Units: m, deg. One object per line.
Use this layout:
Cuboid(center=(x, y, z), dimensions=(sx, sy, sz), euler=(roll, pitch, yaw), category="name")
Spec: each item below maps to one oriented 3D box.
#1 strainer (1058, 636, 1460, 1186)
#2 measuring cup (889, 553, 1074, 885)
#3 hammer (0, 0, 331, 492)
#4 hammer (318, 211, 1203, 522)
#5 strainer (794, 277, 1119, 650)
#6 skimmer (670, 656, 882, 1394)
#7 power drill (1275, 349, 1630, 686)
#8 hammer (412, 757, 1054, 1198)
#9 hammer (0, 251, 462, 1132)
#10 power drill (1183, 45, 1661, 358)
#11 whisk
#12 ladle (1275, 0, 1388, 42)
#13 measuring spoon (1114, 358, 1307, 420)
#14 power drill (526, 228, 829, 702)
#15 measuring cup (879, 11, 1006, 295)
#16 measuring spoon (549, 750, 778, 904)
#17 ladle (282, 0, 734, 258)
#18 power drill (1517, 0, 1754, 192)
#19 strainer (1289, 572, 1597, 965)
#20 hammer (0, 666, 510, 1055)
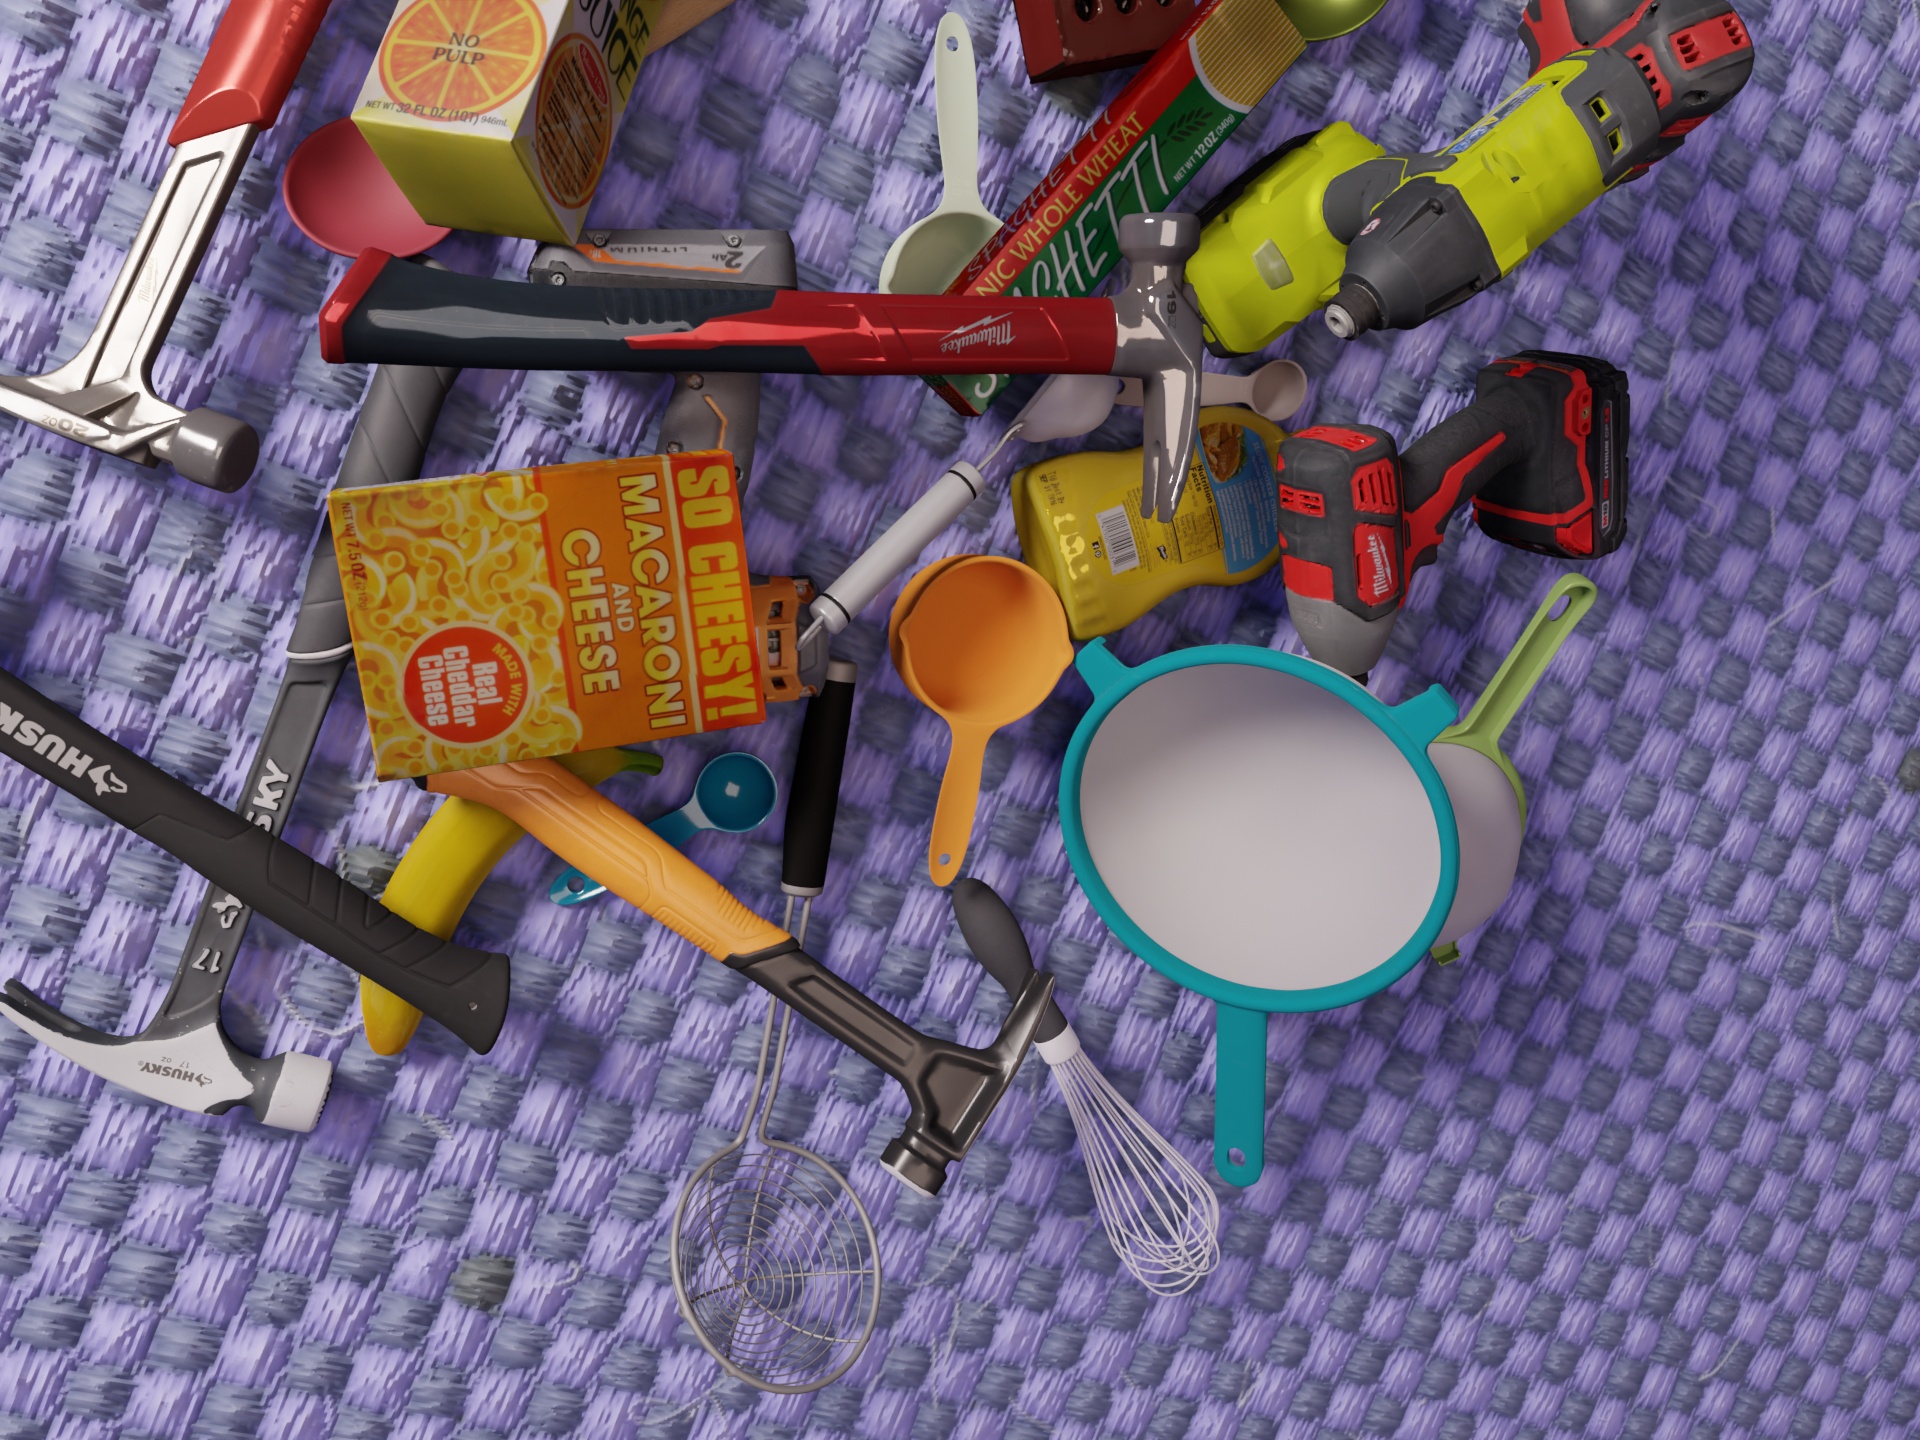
Cuboid(center=(0.169, 0.101, 0.880), dimensions=(0.095, 0.211, 0.340), euler=(-44, 137, -53), category="strainer")
Cuboid(center=(-0.001, -0.003, 0.834), dimensions=(0.095, 0.052, 0.173), euler=(8, 99, -20), category="measuring cup")
Cuboid(center=(-0.305, -0.284, 0.670), dimensions=(0.149, 0.036, 0.359), euler=(22, 87, 1), category="hammer")
Cuboid(center=(-0.072, -0.154, 0.695), dimensions=(0.386, 0.038, 0.143), euler=(-4, 103, -20), category="hammer")
Cuboid(center=(0.009, -0.121, 0.782), dimensions=(0.050, 0.087, 0.258), euler=(44, 73, -2), category="strainer")
Cuboid(center=(-0.074, 0.152, 0.813), dimensions=(0.127, 0.090, 0.363), euler=(5, 97, -41), category="skimmer")
Cuboid(center=(0.262, -0.110, 0.862), dimensions=(0.219, 0.079, 0.143), euler=(-25, 119, -27), category="power drill")
Cuboid(center=(-0.111, 0.091, 0.765), dimensions=(0.336, 0.034, 0.127), euler=(37, 77, -14), category="hammer")
Cuboid(center=(-0.306, -0.016, 0.731), dimensions=(0.149, 0.036, 0.409), euler=(19, 92, -21), category="hammer")
Cuboid(center=(0.197, -0.237, 0.768), dimensions=(0.171, 0.223, 0.080), euler=(-40, 110, -9), category="power drill")
Cuboid(center=(0.069, 0.207, 0.896), dimensions=(0.070, 0.070, 0.284), euler=(-33, 104, -11), category="whisk")
Cuboid(center=(0.113, -0.293, 0.820), dimensions=(0.078, 0.062, 0.320), euler=(38, 89, -35), category="ladle")
Cuboid(center=(0.129, -0.183, 0.869), dimensions=(0.124, 0.018, 0.034), euler=(-2, 114, -13), category="measuring spoon")
Cuboid(center=(-0.158, -0.112, 0.745), dimensions=(0.185, 0.084, 0.226), euler=(-5, 106, -17), category="power drill")
Cuboid(center=(-0.006, -0.261, 0.793), dimensions=(0.083, 0.038, 0.167), euler=(-5, 99, -19), category="measuring cup")
Cuboid(center=(-0.152, 0.057, 0.812), dimensions=(0.128, 0.021, 0.042), euler=(-30, 101, -3), category="measuring spoon")
Cuboid(center=(-0.166, -0.306, 0.732), dimensions=(0.315, 0.031, 0.069), euler=(-37, 94, -12), category="ladle")
Cuboid(center=(0.288, -0.373, 0.824), dimensions=(0.080, 0.188, 0.227), euler=(-26, 89, -18), category="power drill")
Cuboid(center=(0.292, 0.039, 0.896), dimensions=(0.151, 0.069, 0.256), euler=(20, 112, -21), category="strainer")
Cuboid(center=(-0.341, 0.050, 0.694), dimensions=(0.334, 0.035, 0.146), euler=(38, 85, -19), category="hammer")
